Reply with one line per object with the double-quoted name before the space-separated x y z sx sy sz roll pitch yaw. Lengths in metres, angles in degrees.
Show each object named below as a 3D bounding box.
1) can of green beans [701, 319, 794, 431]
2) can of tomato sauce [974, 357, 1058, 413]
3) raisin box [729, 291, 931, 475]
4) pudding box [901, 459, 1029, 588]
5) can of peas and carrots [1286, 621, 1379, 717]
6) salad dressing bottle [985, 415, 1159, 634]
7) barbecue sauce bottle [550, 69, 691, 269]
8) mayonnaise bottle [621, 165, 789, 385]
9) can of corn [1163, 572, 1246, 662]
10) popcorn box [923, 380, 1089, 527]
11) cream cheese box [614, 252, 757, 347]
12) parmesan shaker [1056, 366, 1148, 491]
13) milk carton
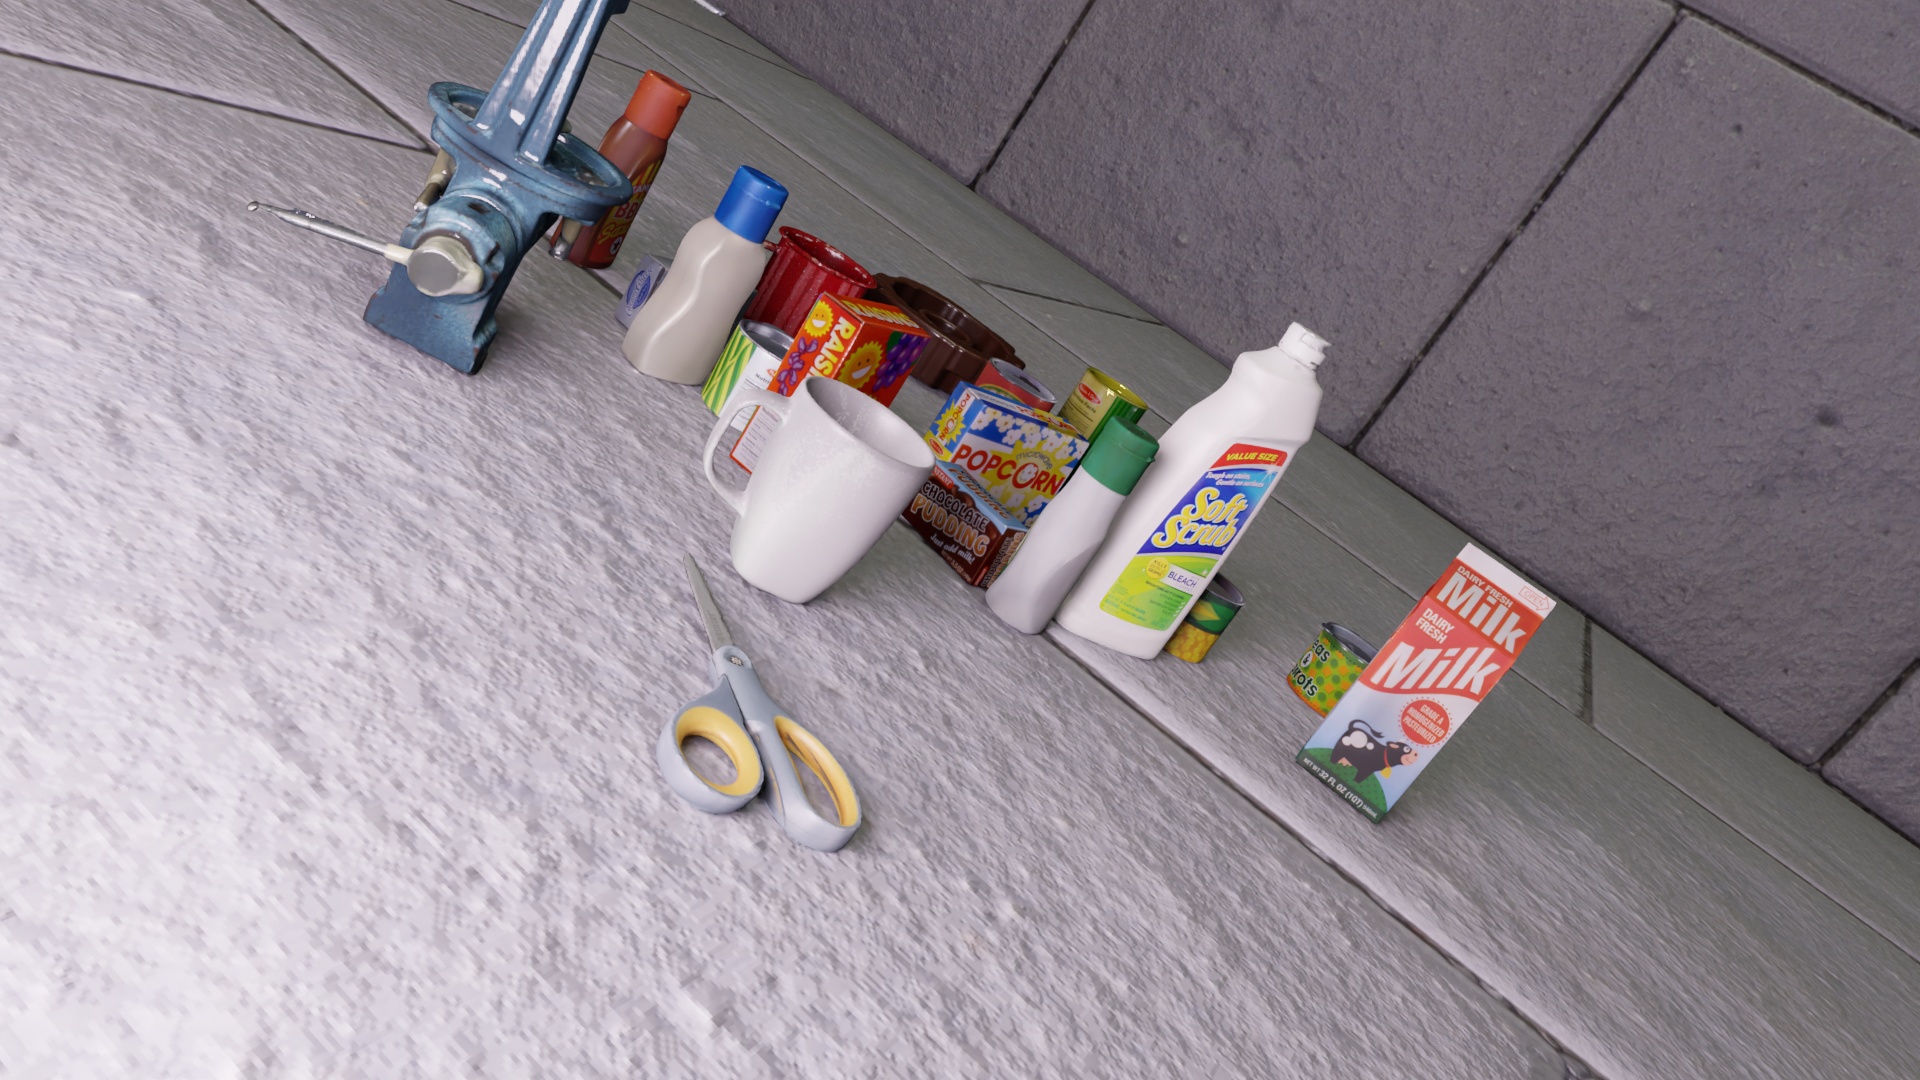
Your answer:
"can of green beans" -0.134 -0.108 0.940 0.071 0.057 0.071 30 18 -10
"can of tomato sauce" 0.031 -0.100 1.162 0.071 0.083 0.071 30 18 -10
"raisin box" -0.082 -0.093 0.882 0.040 0.123 0.086 40 19 22
"pudding box" 0.003 -0.012 0.935 0.030 0.049 0.084 11 28 -50
"can of peas and carrots" 0.305 0.108 1.123 0.071 0.058 0.071 30 18 -10
"salad dressing bottle" 0.072 -0.010 0.887 0.044 0.147 0.064 39 18 17
"barbecue sauce bottle" -0.251 -0.275 1.033 0.044 0.148 0.065 33 17 1
"mayonnaise bottle" -0.164 -0.174 0.914 0.041 0.147 0.065 44 20 30
"can of corn" 0.168 0.049 1.044 0.071 0.058 0.071 30 18 -10
"popcorn box" 0.028 -0.064 1.057 0.127 0.085 0.038 14 25 -45
"cream cheese box" -0.198 -0.172 1.008 0.024 0.053 0.104 41 19 24
"parmesan shaker" 0.114 -0.098 1.265 0.071 0.102 0.071 30 18 -10
"milk carton" 0.322 0.097 0.963 0.072 0.190 0.073 38 18 15
